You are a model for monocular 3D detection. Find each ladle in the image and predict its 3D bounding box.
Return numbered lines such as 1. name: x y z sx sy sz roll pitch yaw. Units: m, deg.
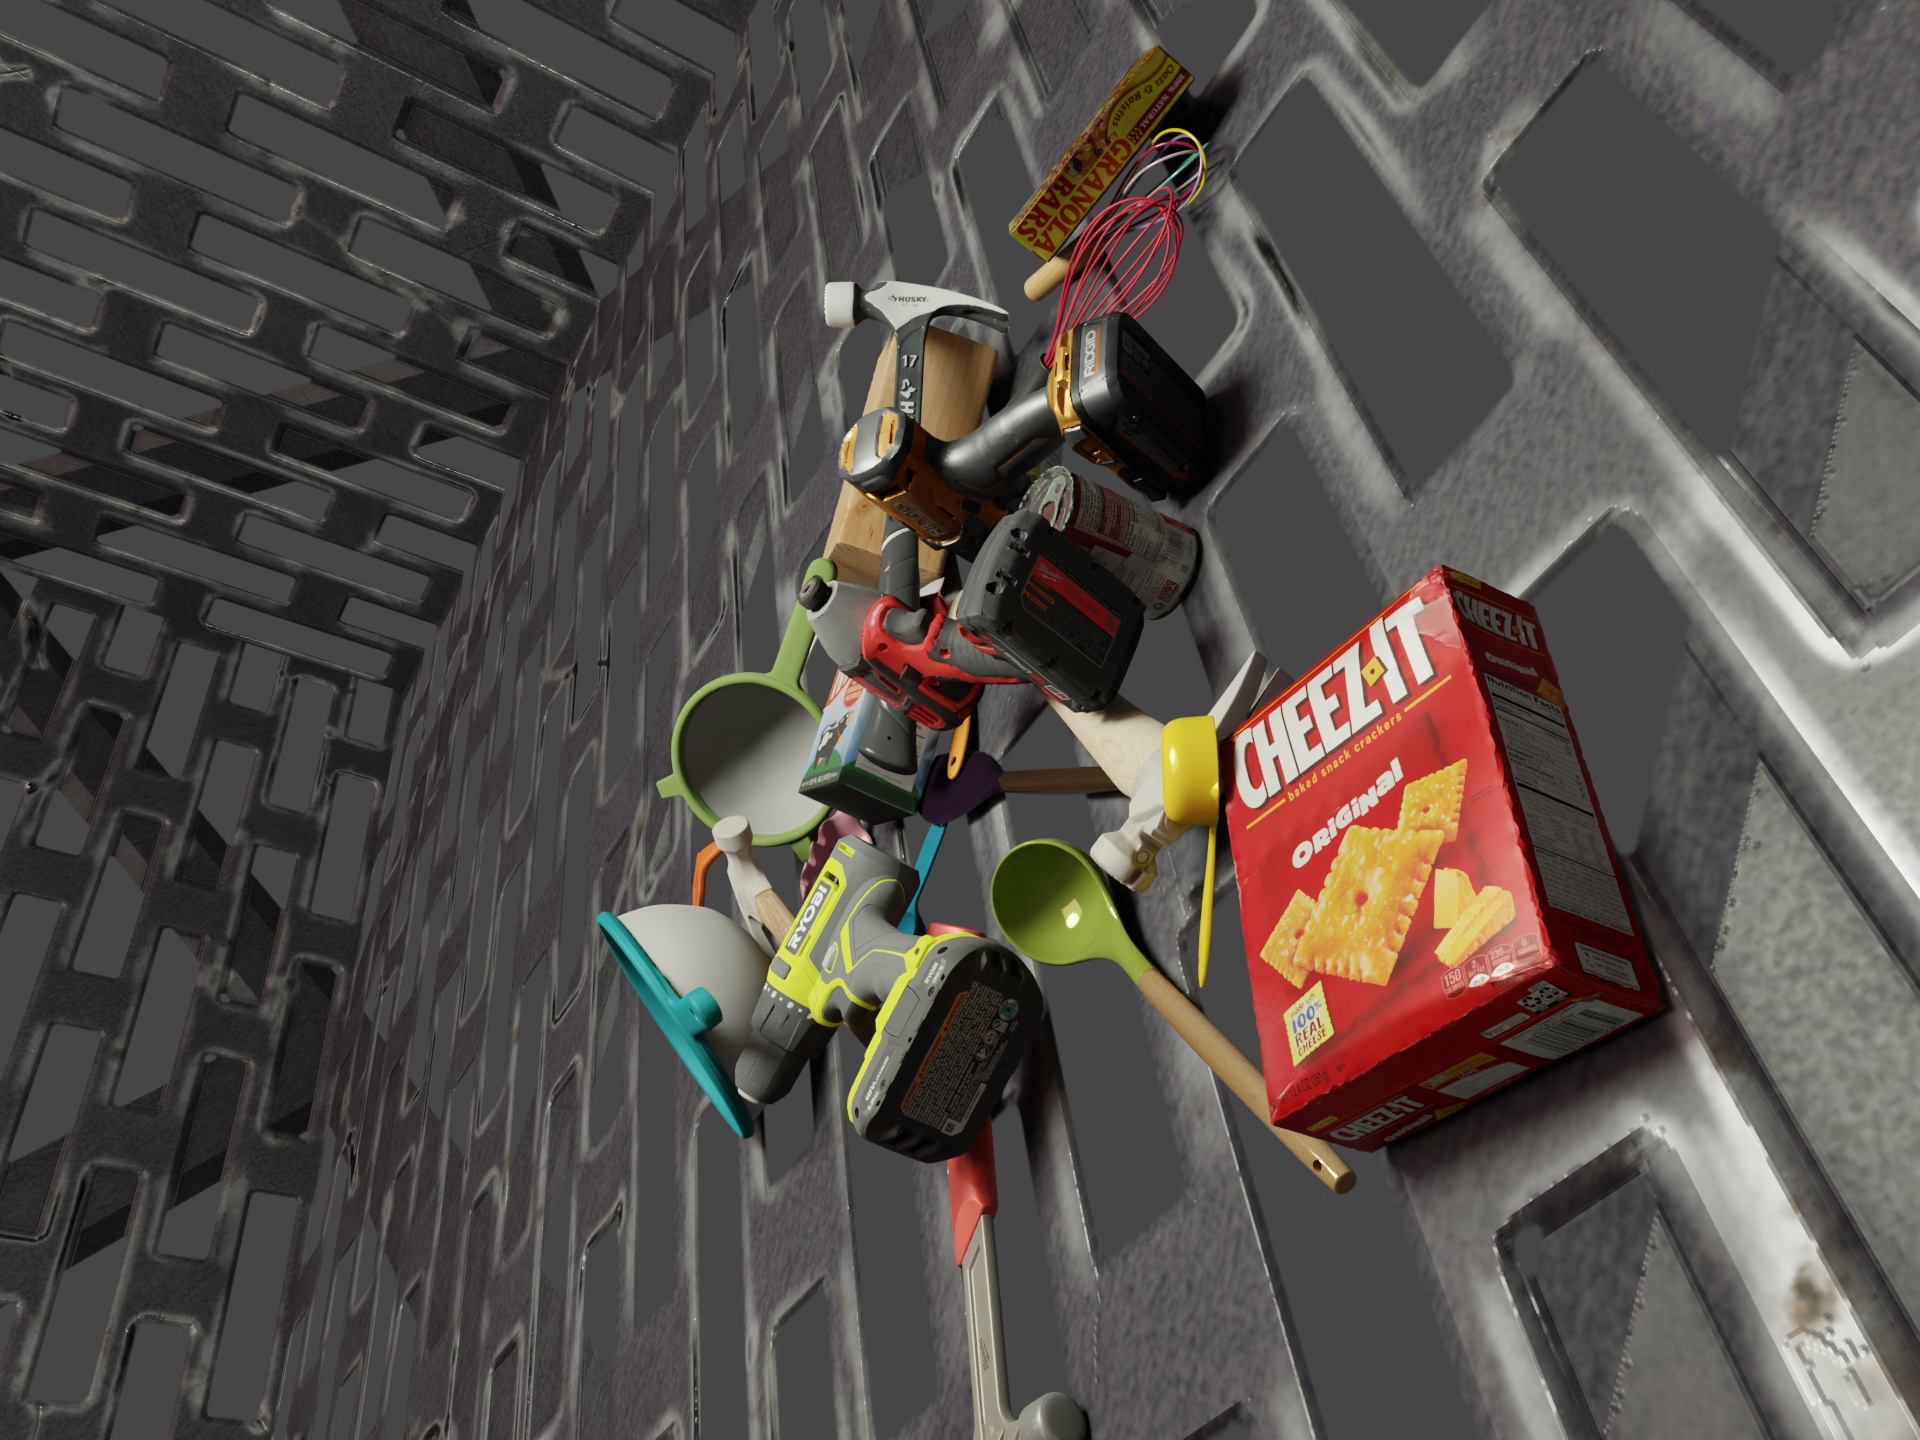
1. ladle: 0.104 0.154 0.857 0.320 0.062 0.078 -137 55 -59

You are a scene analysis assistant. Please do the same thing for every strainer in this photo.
1. strainer: -0.177 0.204 1.201 0.095 0.211 0.340 -33 -3 -19
2. strainer: -0.145 -0.020 1.330 0.069 0.151 0.256 -45 -22 -71

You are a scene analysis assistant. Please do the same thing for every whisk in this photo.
1. whisk: 0.079 -0.283 1.203 0.295 0.073 0.073 -51 32 45
2. whisk: 0.114 -0.381 1.216 0.245 0.047 0.051 -21 36 61

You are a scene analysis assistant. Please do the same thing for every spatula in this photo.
1. spatula: -0.187 0.088 1.488 0.322 0.041 0.081 -49 33 28
2. spatula: 0.044 0.044 1.083 0.316 0.018 0.060 -7 59 62

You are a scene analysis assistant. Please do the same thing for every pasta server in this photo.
1. pasta server: -0.073 0.017 1.300 0.040 0.060 0.316 -33 40 62

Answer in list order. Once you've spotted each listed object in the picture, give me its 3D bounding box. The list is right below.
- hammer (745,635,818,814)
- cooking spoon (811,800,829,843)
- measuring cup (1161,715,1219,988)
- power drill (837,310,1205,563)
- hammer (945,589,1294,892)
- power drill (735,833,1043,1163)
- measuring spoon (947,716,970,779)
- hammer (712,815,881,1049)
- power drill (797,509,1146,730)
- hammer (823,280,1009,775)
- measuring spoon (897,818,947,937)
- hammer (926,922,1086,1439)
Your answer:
1. hammer: -0.127 -0.102 1.452 0.144 0.035 0.405 23 89 60
2. cooking spoon: -0.086 -0.036 1.384 0.069 0.017 0.319 -3 70 69
3. measuring cup: 0.119 0.072 0.839 0.062 0.029 0.156 -77 -13 -69
4. power drill: 0.056 -0.170 1.081 0.226 0.185 0.084 -16 56 36
5. hammer: 0.074 -0.033 1.042 0.146 0.038 0.411 -54 25 5
6. power drill: -0.059 0.189 1.021 0.190 0.080 0.229 -62 30 -4
7. measuring spoon: -0.002 -0.004 1.195 0.021 0.011 0.117 -39 32 42
8. hammer: -0.101 0.191 1.191 0.332 0.031 0.130 36 146 54
9. power drill: -0.003 -0.056 1.000 0.220 0.143 0.079 -9 51 54
10. hammer: -0.040 -0.156 1.219 0.036 0.149 0.409 84 -173 -72
11. measuring spoon: -0.024 0.122 1.168 0.042 0.021 0.129 -13 52 56
12. hammer: 0.002 0.286 0.979 0.149 0.036 0.359 -47 35 38
